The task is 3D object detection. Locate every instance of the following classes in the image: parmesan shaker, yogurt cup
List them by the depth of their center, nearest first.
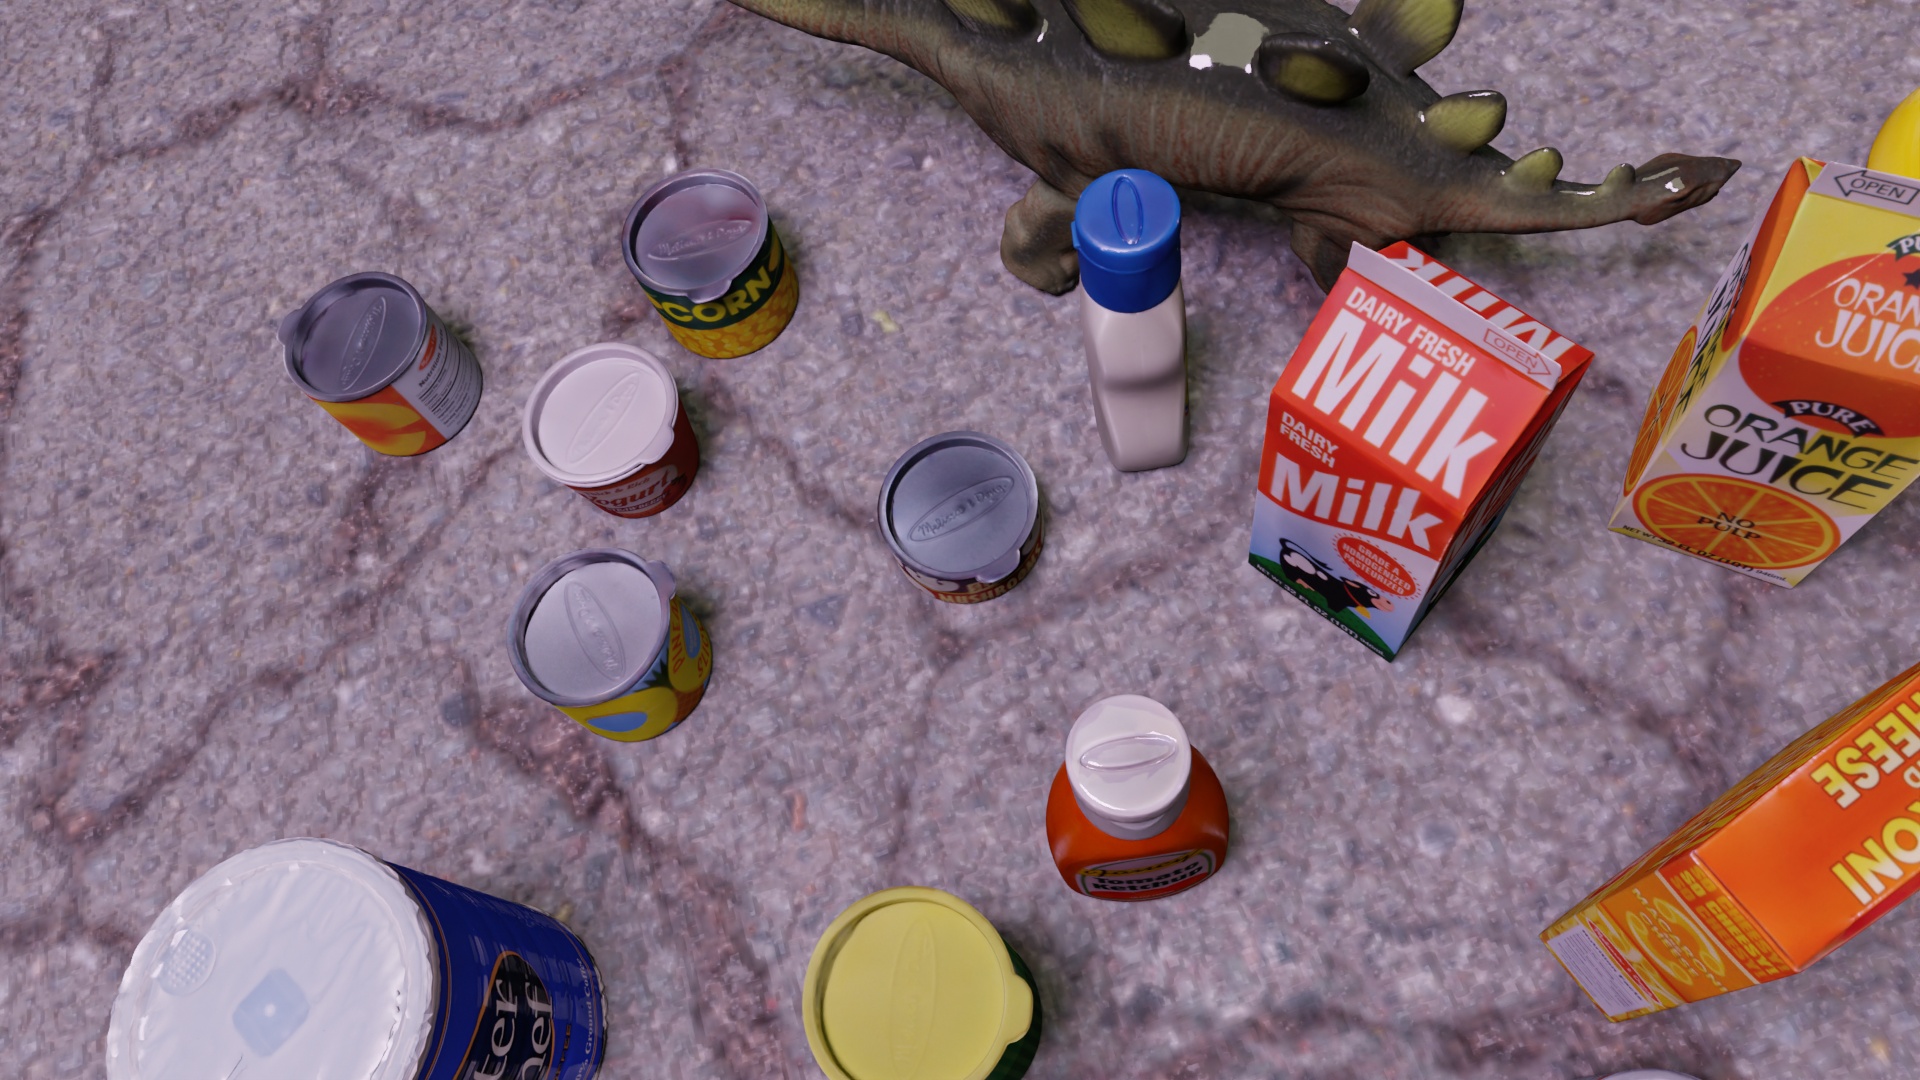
[{"bbox_3d":[-0.006,0.158,0.468,0.071,0.102,0.071,-3,67,8],"label":"parmesan shaker"},{"bbox_3d":[-0.148,-0.045,0.604,0.072,0.053,0.072,-3,67,8],"label":"yogurt cup"}]

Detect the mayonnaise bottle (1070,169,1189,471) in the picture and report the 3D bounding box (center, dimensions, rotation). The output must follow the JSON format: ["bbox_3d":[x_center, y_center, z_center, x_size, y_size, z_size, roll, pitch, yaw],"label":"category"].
[{"bbox_3d":[0.068,-0.083,0.536,0.041,0.147,0.065,-8,66,6],"label":"mayonnaise bottle"}]

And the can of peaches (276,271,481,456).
[{"bbox_3d":[-0.264,-0.080,0.635,0.071,0.058,0.071,-3,67,8],"label":"can of peaches"}]

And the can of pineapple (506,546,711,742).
[{"bbox_3d":[-0.139,0.043,0.563,0.071,0.057,0.071,-3,67,8],"label":"can of pineapple"}]

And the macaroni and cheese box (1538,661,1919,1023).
[{"bbox_3d":[0.255,0.089,0.422,0.124,0.166,0.040,-35,67,-6],"label":"macaroni and cheese box"}]

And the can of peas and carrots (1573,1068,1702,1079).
[{"bbox_3d":[0.216,0.205,0.437,0.071,0.058,0.071,-3,67,8],"label":"can of peas and carrots"}]

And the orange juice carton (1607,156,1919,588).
[{"bbox_3d":[0.289,-0.059,0.466,0.072,0.192,0.073,21,72,17],"label":"orange juice carton"}]

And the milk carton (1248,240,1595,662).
[{"bbox_3d":[0.153,-0.032,0.477,0.072,0.190,0.073,37,78,21],"label":"milk carton"}]

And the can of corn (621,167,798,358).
[{"bbox_3d":[-0.111,-0.122,0.630,0.071,0.058,0.071,-3,67,8],"label":"can of corn"}]

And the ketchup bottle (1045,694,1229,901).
[{"bbox_3d":[0.058,0.088,0.463,0.065,0.148,0.044,-10,66,5],"label":"ketchup bottle"}]

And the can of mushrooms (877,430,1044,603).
[{"bbox_3d":[0.002,-0.007,0.576,0.071,0.033,0.071,-3,67,8],"label":"can of mushrooms"}]
